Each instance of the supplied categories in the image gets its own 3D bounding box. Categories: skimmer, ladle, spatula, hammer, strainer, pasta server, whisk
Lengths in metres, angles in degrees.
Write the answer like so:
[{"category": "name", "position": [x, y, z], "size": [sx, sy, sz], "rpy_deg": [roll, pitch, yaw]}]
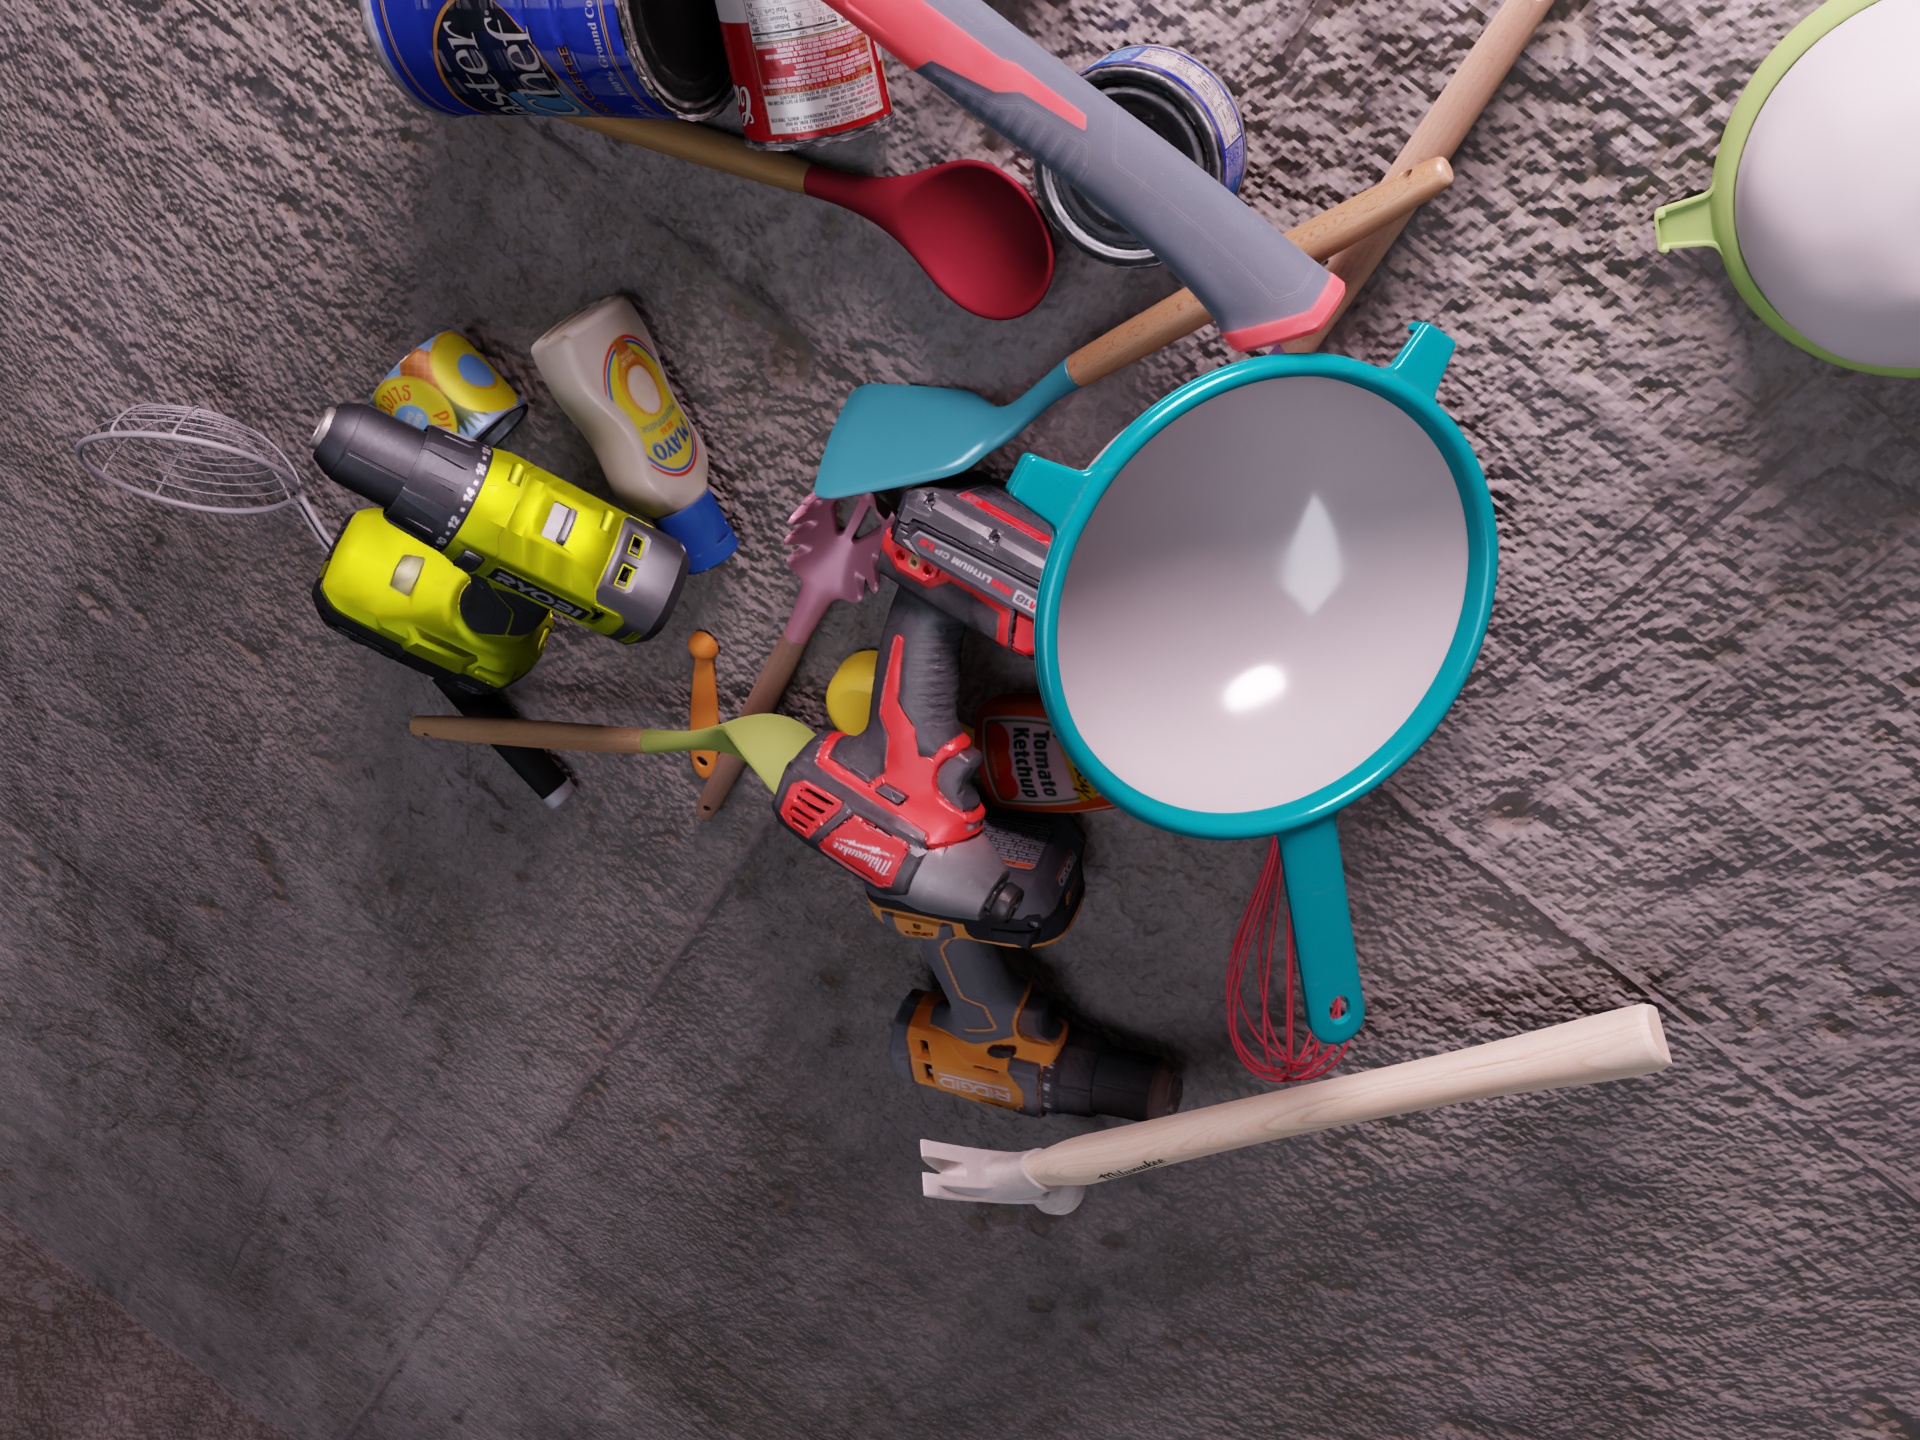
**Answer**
[{"category": "skimmer", "position": [-0.403, -0.061, 1.034], "size": [0.363, 0.090, 0.127], "rpy_deg": [50, 149, -13]}, {"category": "ladle", "position": [-0.218, 0.022, 0.972], "size": [0.320, 0.062, 0.078], "rpy_deg": [3, 151, 26]}, {"category": "spatula", "position": [0.064, -0.170, 0.699], "size": [0.317, 0.082, 0.044], "rpy_deg": [-21, 130, 39]}, {"category": "hammer", "position": [-0.007, -0.278, 0.596], "size": [0.386, 0.038, 0.143], "rpy_deg": [34, 114, -6]}, {"category": "strainer", "position": [0.352, -0.209, 0.501], "size": [0.151, 0.069, 0.256], "rpy_deg": [32, 135, 5]}, {"category": "spatula", "position": [0.157, -0.176, 0.675], "size": [0.059, 0.018, 0.315], "rpy_deg": [27, 134, -4]}, {"category": "strainer", "position": [0.134, -0.006, 0.726], "size": [0.211, 0.095, 0.340], "rpy_deg": [-20, 118, -10]}, {"category": "ladle", "position": [-0.093, -0.261, 0.751], "size": [0.315, 0.031, 0.069], "rpy_deg": [23, 129, 16]}, {"category": "pasta server", "position": [-0.107, -0.028, 0.926], "size": [0.060, 0.040, 0.316], "rpy_deg": [28, 135, -6]}, {"category": "whisk", "position": [0.172, 0.070, 0.829], "size": [0.073, 0.073, 0.295], "rpy_deg": [8, 120, 25]}, {"category": "hammer", "position": [0.170, 0.215, 0.870], "size": [0.410, 0.038, 0.146], "rpy_deg": [-23, 150, 31]}]

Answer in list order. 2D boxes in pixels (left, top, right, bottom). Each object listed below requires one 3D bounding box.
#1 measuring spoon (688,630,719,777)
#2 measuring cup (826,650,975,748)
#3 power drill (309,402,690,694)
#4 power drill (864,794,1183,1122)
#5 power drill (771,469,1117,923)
[{"category": "measuring spoon", "position": [-0.162, -0.006, 0.991], "size": [0.021, 0.011, 0.116], "rpy_deg": [21, 131, 15]}, {"category": "measuring cup", "position": [-0.007, 0.015, 0.906], "size": [0.156, 0.029, 0.062], "rpy_deg": [30, 133, 6]}, {"category": "power drill", "position": [-0.277, -0.091, 0.876], "size": [0.190, 0.080, 0.228], "rpy_deg": [27, 158, -26]}, {"category": "power drill", "position": [0.039, 0.155, 0.954], "size": [0.185, 0.084, 0.226], "rpy_deg": [9, 131, 20]}, {"category": "power drill", "position": [-0.001, -0.003, 0.810], "size": [0.143, 0.078, 0.219], "rpy_deg": [31, 117, 15]}]
